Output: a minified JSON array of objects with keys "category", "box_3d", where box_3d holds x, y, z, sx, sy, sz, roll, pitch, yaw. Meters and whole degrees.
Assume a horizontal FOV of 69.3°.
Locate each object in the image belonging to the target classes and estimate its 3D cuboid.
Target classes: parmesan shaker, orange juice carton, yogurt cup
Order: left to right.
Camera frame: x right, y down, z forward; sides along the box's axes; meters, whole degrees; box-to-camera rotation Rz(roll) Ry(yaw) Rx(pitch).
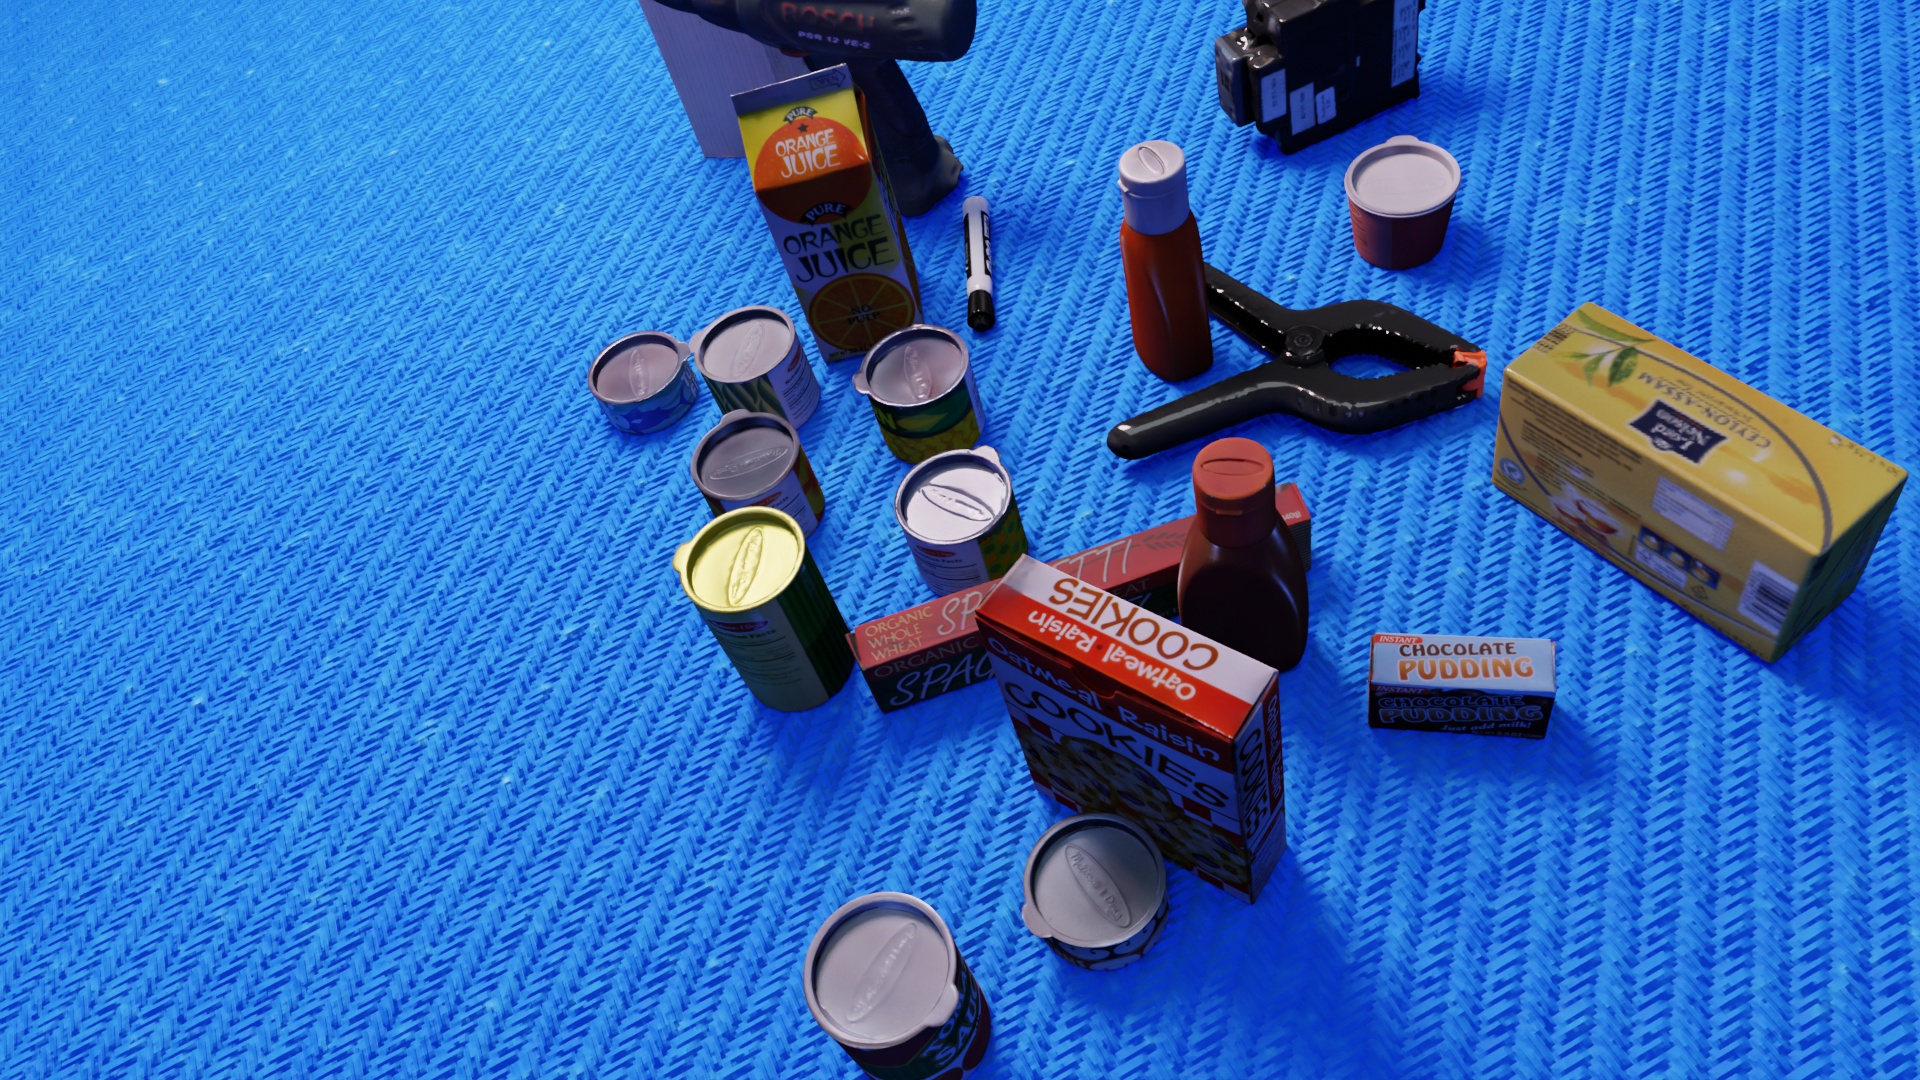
[{"category":"parmesan shaker","box_3d":[-0.103,0.038,0.743,0.071,0.102,0.071,-7,53,9]},{"category":"orange juice carton","box_3d":[-0.079,-0.206,0.864,0.072,0.191,0.073,-12,52,5]},{"category":"yogurt cup","box_3d":[0.273,-0.206,0.863,0.072,0.053,0.073,-7,53,9]}]

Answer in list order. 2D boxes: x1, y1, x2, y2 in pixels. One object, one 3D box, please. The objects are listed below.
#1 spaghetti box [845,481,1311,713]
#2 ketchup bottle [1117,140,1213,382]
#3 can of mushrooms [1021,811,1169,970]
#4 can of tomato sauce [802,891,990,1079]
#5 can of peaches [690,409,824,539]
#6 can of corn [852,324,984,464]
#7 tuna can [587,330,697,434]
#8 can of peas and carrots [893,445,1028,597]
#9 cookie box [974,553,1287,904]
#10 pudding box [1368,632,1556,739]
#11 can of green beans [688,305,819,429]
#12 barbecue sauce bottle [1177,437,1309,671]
[{"category":"spaghetti box","box_3d":[0.065,0.031,0.740,0.250,0.050,0.029,-19,52,0]},{"category":"ketchup bottle","box_3d":[0.117,-0.162,0.809,0.043,0.148,0.065,-24,52,-4]},{"category":"can of mushrooms","box_3d":[0.062,0.165,0.650,0.071,0.033,0.071,-7,53,9]},{"category":"can of tomato sauce","box_3d":[-0.024,0.203,0.612,0.071,0.082,0.071,-7,53,9]},{"category":"can of peaches","box_3d":[-0.120,-0.035,0.831,0.071,0.057,0.071,-7,53,9]},{"category":"can of corn","box_3d":[-0.024,-0.087,0.846,0.071,0.058,0.071,-7,53,9]},{"category":"tuna can","box_3d":[-0.208,-0.106,0.922,0.071,0.032,0.071,-7,53,9]},{"category":"can of peas and carrots","box_3d":[0.003,-0.010,0.781,0.071,0.058,0.071,-7,53,9]},{"category":"cookie box","box_3d":[0.080,0.088,0.619,0.123,0.166,0.040,24,63,28]},{"category":"pudding box","box_3d":[0.240,0.069,0.668,0.084,0.049,0.030,2,55,16]},{"category":"can of green beans","box_3d":[-0.129,-0.107,0.887,0.071,0.057,0.071,-7,53,9]},{"category":"barbecue sauce bottle","box_3d":[0.136,0.011,0.675,0.065,0.147,0.044,4,55,17]}]
